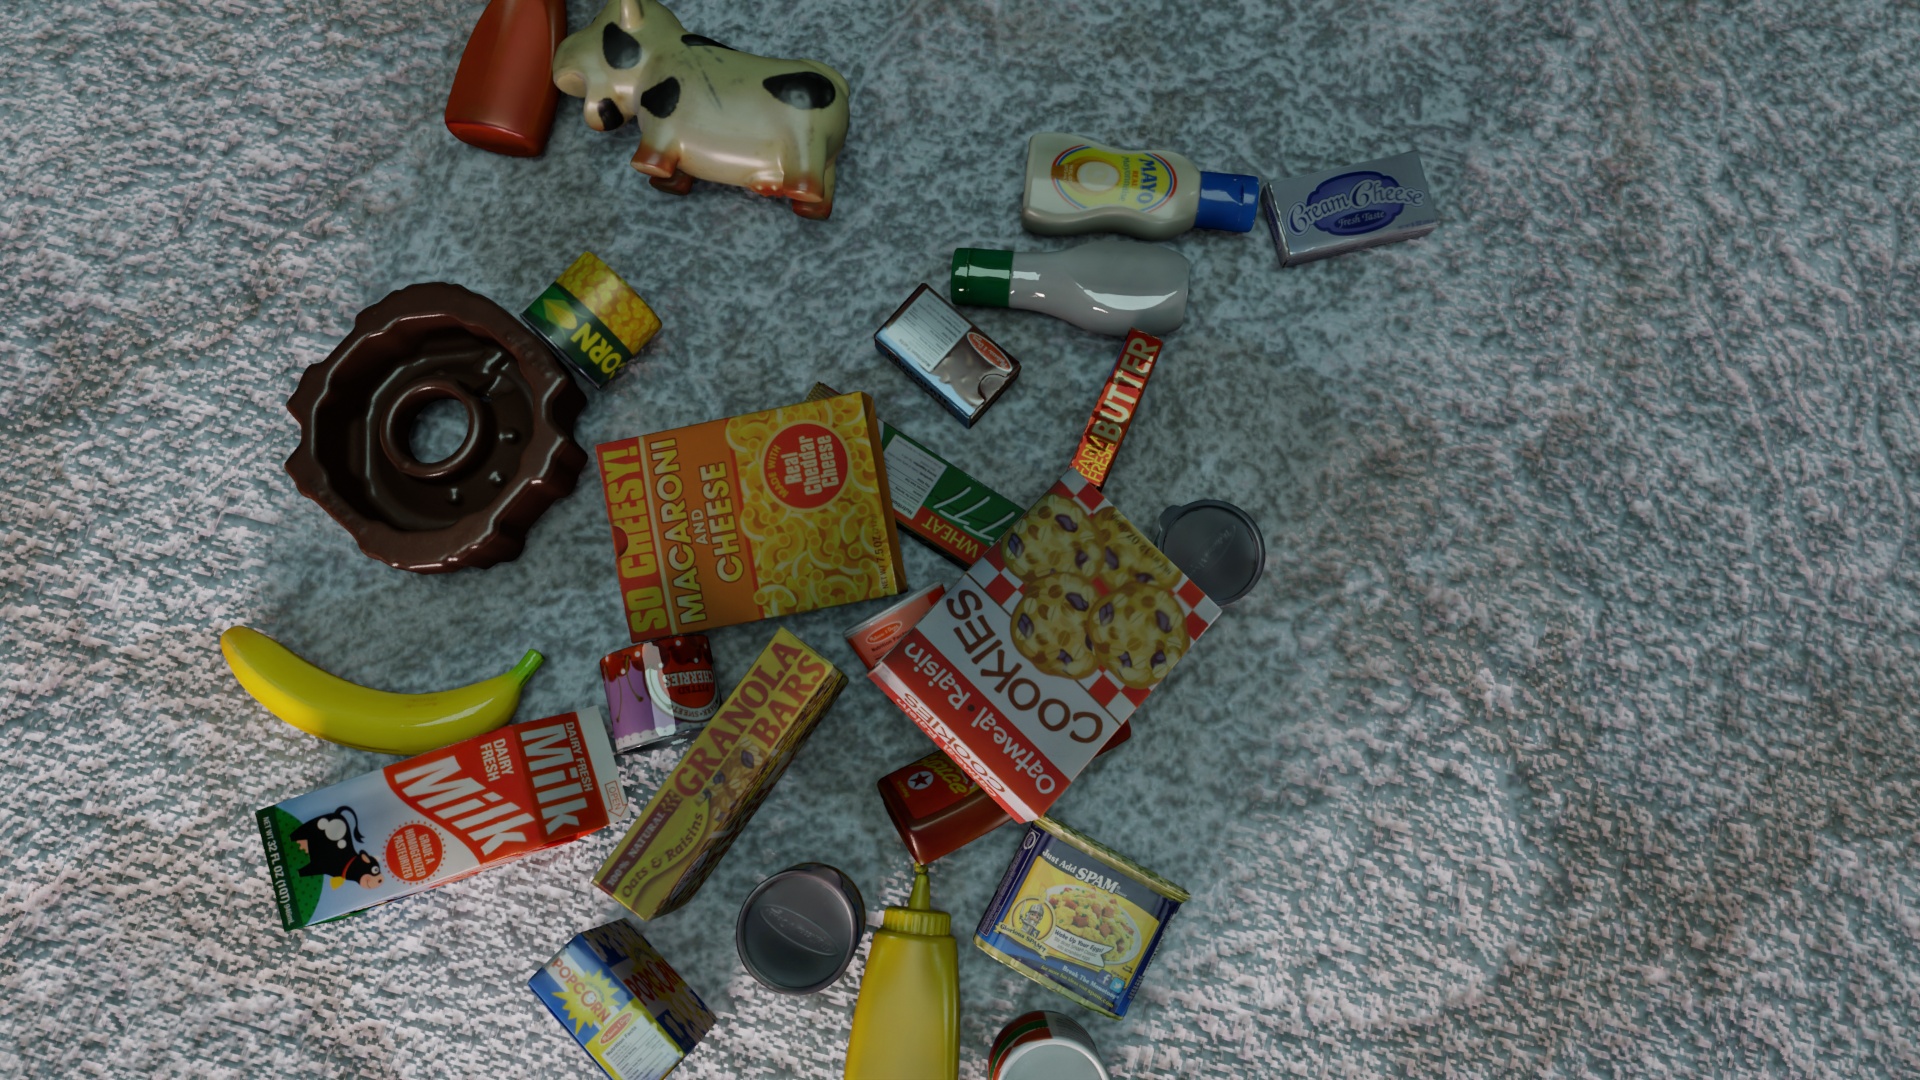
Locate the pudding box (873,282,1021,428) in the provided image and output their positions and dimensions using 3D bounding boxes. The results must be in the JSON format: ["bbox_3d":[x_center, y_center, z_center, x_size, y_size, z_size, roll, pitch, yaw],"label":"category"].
[{"bbox_3d":[-0.009,-0.116,0.879,0.084,0.030,0.050,41,81,6],"label":"pudding box"}]

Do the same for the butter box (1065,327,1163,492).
[{"bbox_3d":[0.094,-0.076,0.861,0.024,0.053,0.103,23,80,6],"label":"butter box"}]

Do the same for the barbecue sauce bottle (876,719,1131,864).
[{"bbox_3d":[0.029,0.134,0.820,0.149,0.065,0.043,-25,119,-12],"label":"barbecue sauce bottle"}]

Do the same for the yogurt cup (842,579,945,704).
[{"bbox_3d":[-0.029,0.062,0.830,0.072,0.072,0.054,-29,90,-5],"label":"yogurt cup"}]

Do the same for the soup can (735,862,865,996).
[{"bbox_3d":[-0.087,0.216,0.791,0.071,0.083,0.071,0,80,-1],"label":"soup can"}]

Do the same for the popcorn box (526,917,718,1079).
[{"bbox_3d":[-0.182,0.254,0.762,0.085,0.126,0.038,45,80,7],"label":"popcorn box"}]

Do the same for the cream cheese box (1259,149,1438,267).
[{"bbox_3d":[0.252,-0.215,0.901,0.104,0.024,0.053,-13,80,-3],"label":"cream cheese box"}]

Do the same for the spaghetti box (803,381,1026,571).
[{"bbox_3d":[0.003,-0.011,0.860,0.250,0.028,0.050,33,81,5],"label":"spaghetti box"}]

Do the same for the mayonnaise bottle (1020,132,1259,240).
[{"bbox_3d":[0.115,-0.224,0.893,0.148,0.041,0.065,6,78,1],"label":"mayonnaise bottle"}]

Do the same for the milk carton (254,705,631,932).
[{"bbox_3d":[-0.292,0.159,0.805,0.191,0.073,0.072,-19,81,-4],"label":"milk carton"}]

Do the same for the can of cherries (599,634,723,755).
[{"bbox_3d":[-0.174,0.090,0.820,0.071,0.071,0.058,-13,80,-3],"label":"can of cherries"}]

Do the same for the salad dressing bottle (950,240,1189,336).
[{"bbox_3d":[0.069,-0.162,0.880,0.148,0.043,0.064,6,59,4],"label":"salad dressing bottle"}]

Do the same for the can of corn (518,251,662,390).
[{"bbox_3d":[-0.227,-0.135,0.862,0.071,0.071,0.058,42,82,7],"label":"can of corn"}]

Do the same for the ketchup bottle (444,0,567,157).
[{"bbox_3d":[-0.287,-0.329,0.909,0.065,0.043,0.149,12,80,1],"label":"ketchup bottle"}]

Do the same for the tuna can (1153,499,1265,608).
[{"bbox_3d":[0.150,0.008,0.856,0.071,0.032,0.071,0,80,0],"label":"tuna can"}]

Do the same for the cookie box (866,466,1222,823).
[{"bbox_3d":[0.049,0.059,0.795,0.123,0.040,0.168,44,69,2],"label":"cookie box"}]

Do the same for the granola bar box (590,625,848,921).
[{"bbox_3d":[-0.128,0.131,0.785,0.039,0.124,0.166,35,82,5],"label":"granola bar box"}]

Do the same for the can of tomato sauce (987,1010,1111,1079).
[{"bbox_3d":[0.048,0.305,0.776,0.071,0.083,0.071,0,80,0],"label":"can of tomato sauce"}]

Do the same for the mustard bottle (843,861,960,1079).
[{"bbox_3d":[-0.029,0.264,0.800,0.065,0.048,0.160,7,79,1],"label":"mustard bottle"}]

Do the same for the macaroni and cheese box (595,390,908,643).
[{"bbox_3d":[-0.126,-0.014,0.835,0.166,0.040,0.123,-11,88,6],"label":"macaroni and cheese box"}]
